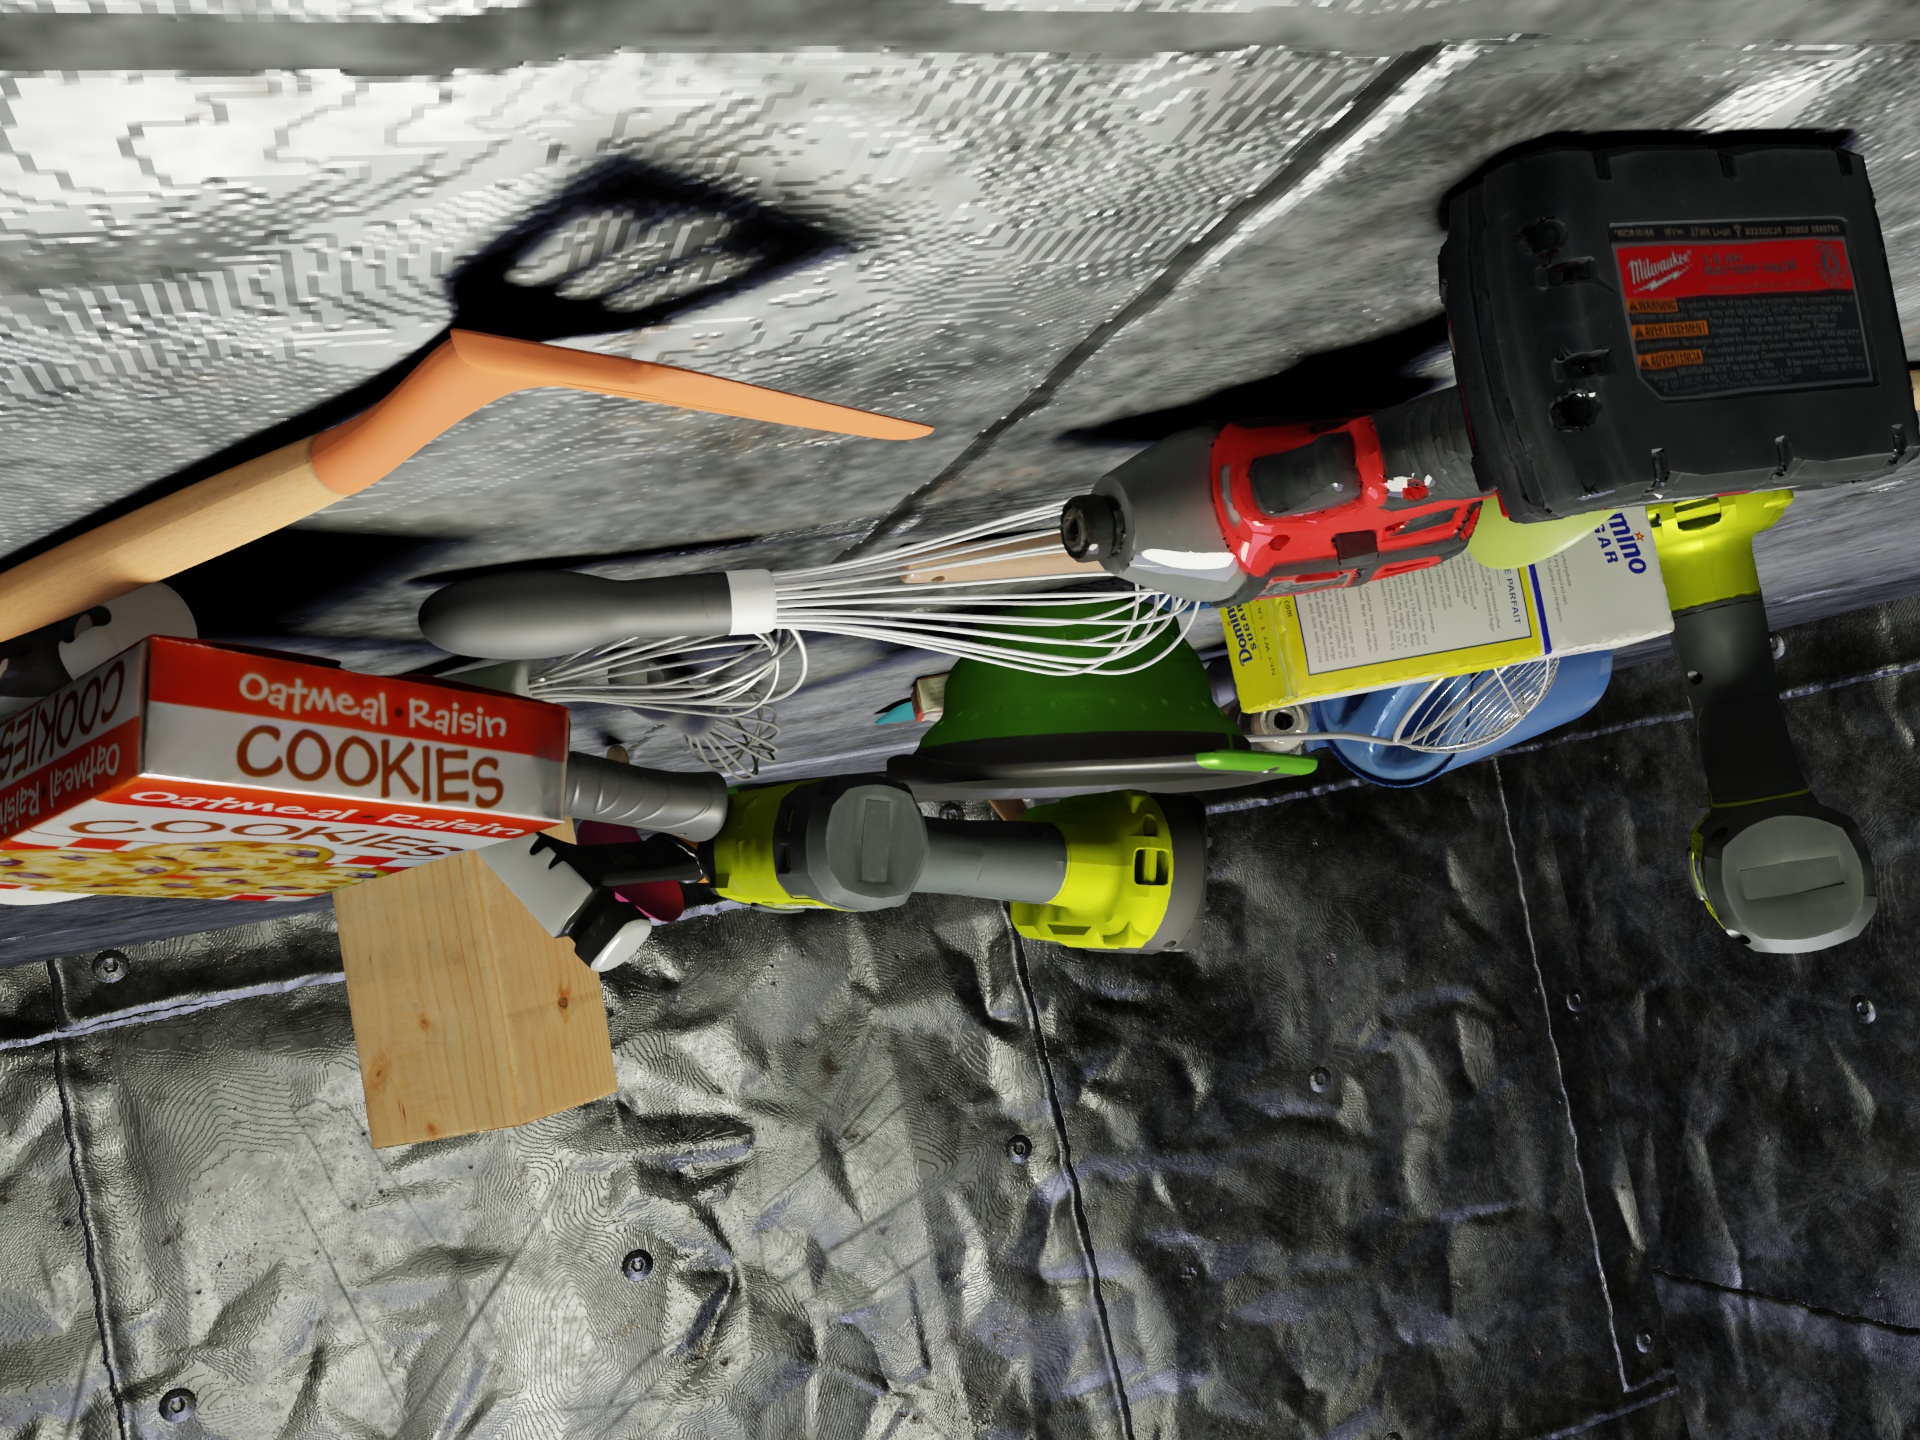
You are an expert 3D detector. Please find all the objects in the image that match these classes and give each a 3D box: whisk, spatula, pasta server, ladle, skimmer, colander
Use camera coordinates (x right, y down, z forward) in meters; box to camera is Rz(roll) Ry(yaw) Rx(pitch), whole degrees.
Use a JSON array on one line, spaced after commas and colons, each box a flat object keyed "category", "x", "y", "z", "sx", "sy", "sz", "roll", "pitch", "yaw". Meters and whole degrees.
[{"category": "whisk", "x": -0.043, "y": -0.045, "z": 0.565, "sx": 0.284, "sy": 0.070, "sz": 0.070, "roll": -4, "pitch": 173, "yaw": -17}, {"category": "spatula", "x": 0.006, "y": 0.025, "z": 1.081, "sx": 0.082, "sy": 0.044, "sz": 0.318, "roll": -8, "pitch": -160, "yaw": -11}, {"category": "pasta server", "x": 0.121, "y": -0.072, "z": 0.686, "sx": 0.316, "sy": 0.040, "sz": 0.060, "roll": -7, "pitch": 158, "yaw": -25}, {"category": "whisk", "x": -0.168, "y": -0.015, "z": 0.653, "sx": 0.246, "sy": 0.059, "sz": 0.058, "roll": -9, "pitch": -140, "yaw": 29}, {"category": "ladle", "x": 0.312, "y": -0.108, "z": 0.612, "sx": 0.320, "sy": 0.062, "sz": 0.078, "roll": -11, "pitch": 178, "yaw": -29}, {"category": "spatula", "x": -0.159, "y": -0.044, "z": 0.369, "sx": 0.322, "sy": 0.041, "sz": 0.081, "roll": -13, "pitch": 175, "yaw": 31}, {"category": "skimmer", "x": 0.197, "y": -0.019, "z": 1.024, "sx": 0.363, "sy": 0.090, "sz": 0.127, "roll": -4, "pitch": 174, "yaw": 26}, {"category": "colander", "x": -0.001, "y": -0.003, "z": 0.892, "sx": 0.397, "sy": 0.094, "sz": 0.204, "roll": -7, "pitch": 172, "yaw": 39}, {"category": "whisk", "x": -0.138, "y": -0.006, "z": 0.836, "sx": 0.055, "sy": 0.055, "sz": 0.239, "roll": -12, "pitch": 170, "yaw": 5}]

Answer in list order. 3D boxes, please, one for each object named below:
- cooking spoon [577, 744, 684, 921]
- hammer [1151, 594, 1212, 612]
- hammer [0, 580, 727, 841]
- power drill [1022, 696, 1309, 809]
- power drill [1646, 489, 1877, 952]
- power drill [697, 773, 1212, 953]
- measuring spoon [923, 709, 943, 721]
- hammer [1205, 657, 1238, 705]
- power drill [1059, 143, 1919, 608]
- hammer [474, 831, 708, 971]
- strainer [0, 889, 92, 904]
[{"category": "cooking spoon", "x": -0.200, "y": 0.057, "z": 0.938, "sx": 0.017, "sy": 0.068, "sz": 0.319, "roll": -52, "pitch": -162, "yaw": 2}, {"category": "hammer", "x": 0.224, "y": -0.075, "z": 0.880, "sx": 0.144, "sy": 0.035, "sz": 0.405, "roll": -14, "pitch": 174, "yaw": 35}, {"category": "hammer", "x": -0.209, "y": 0.014, "z": 0.605, "sx": 0.146, "sy": 0.035, "sz": 0.334, "roll": -13, "pitch": 163, "yaw": 29}, {"category": "power drill", "x": 0.143, "y": 0.026, "z": 1.169, "sx": 0.226, "sy": 0.084, "sz": 0.185, "roll": -13, "pitch": 175, "yaw": -1}, {"category": "power drill", "x": 0.345, "y": -0.014, "z": 0.718, "sx": 0.080, "sy": 0.228, "sz": 0.190, "roll": -13, "pitch": 174, "yaw": 21}, {"category": "power drill", "x": -0.007, "y": 0.067, "z": 0.769, "sx": 0.223, "sy": 0.080, "sz": 0.171, "roll": 8, "pitch": 170, "yaw": -30}, {"category": "measuring spoon", "x": 0.025, "y": -0.008, "z": 1.057, "sx": 0.124, "sy": 0.018, "sz": 0.034, "roll": 2, "pitch": 164, "yaw": -38}, {"category": "hammer", "x": 0.118, "y": -0.028, "z": 1.159, "sx": 0.143, "sy": 0.038, "sz": 0.386, "roll": -11, "pitch": 175, "yaw": 13}, {"category": "power drill", "x": 0.128, "y": -0.078, "z": 0.447, "sx": 0.143, "sy": 0.078, "sz": 0.220, "roll": -9, "pitch": 177, "yaw": -22}, {"category": "hammer", "x": -0.148, "y": 0.068, "z": 0.850, "sx": 0.034, "sy": 0.127, "sz": 0.336, "roll": -49, "pitch": 165, "yaw": 8}, {"category": "strainer", "x": -0.371, "y": 0.036, "z": 0.616, "sx": 0.151, "sy": 0.069, "sz": 0.256, "roll": -10, "pitch": 176, "yaw": -7}]
